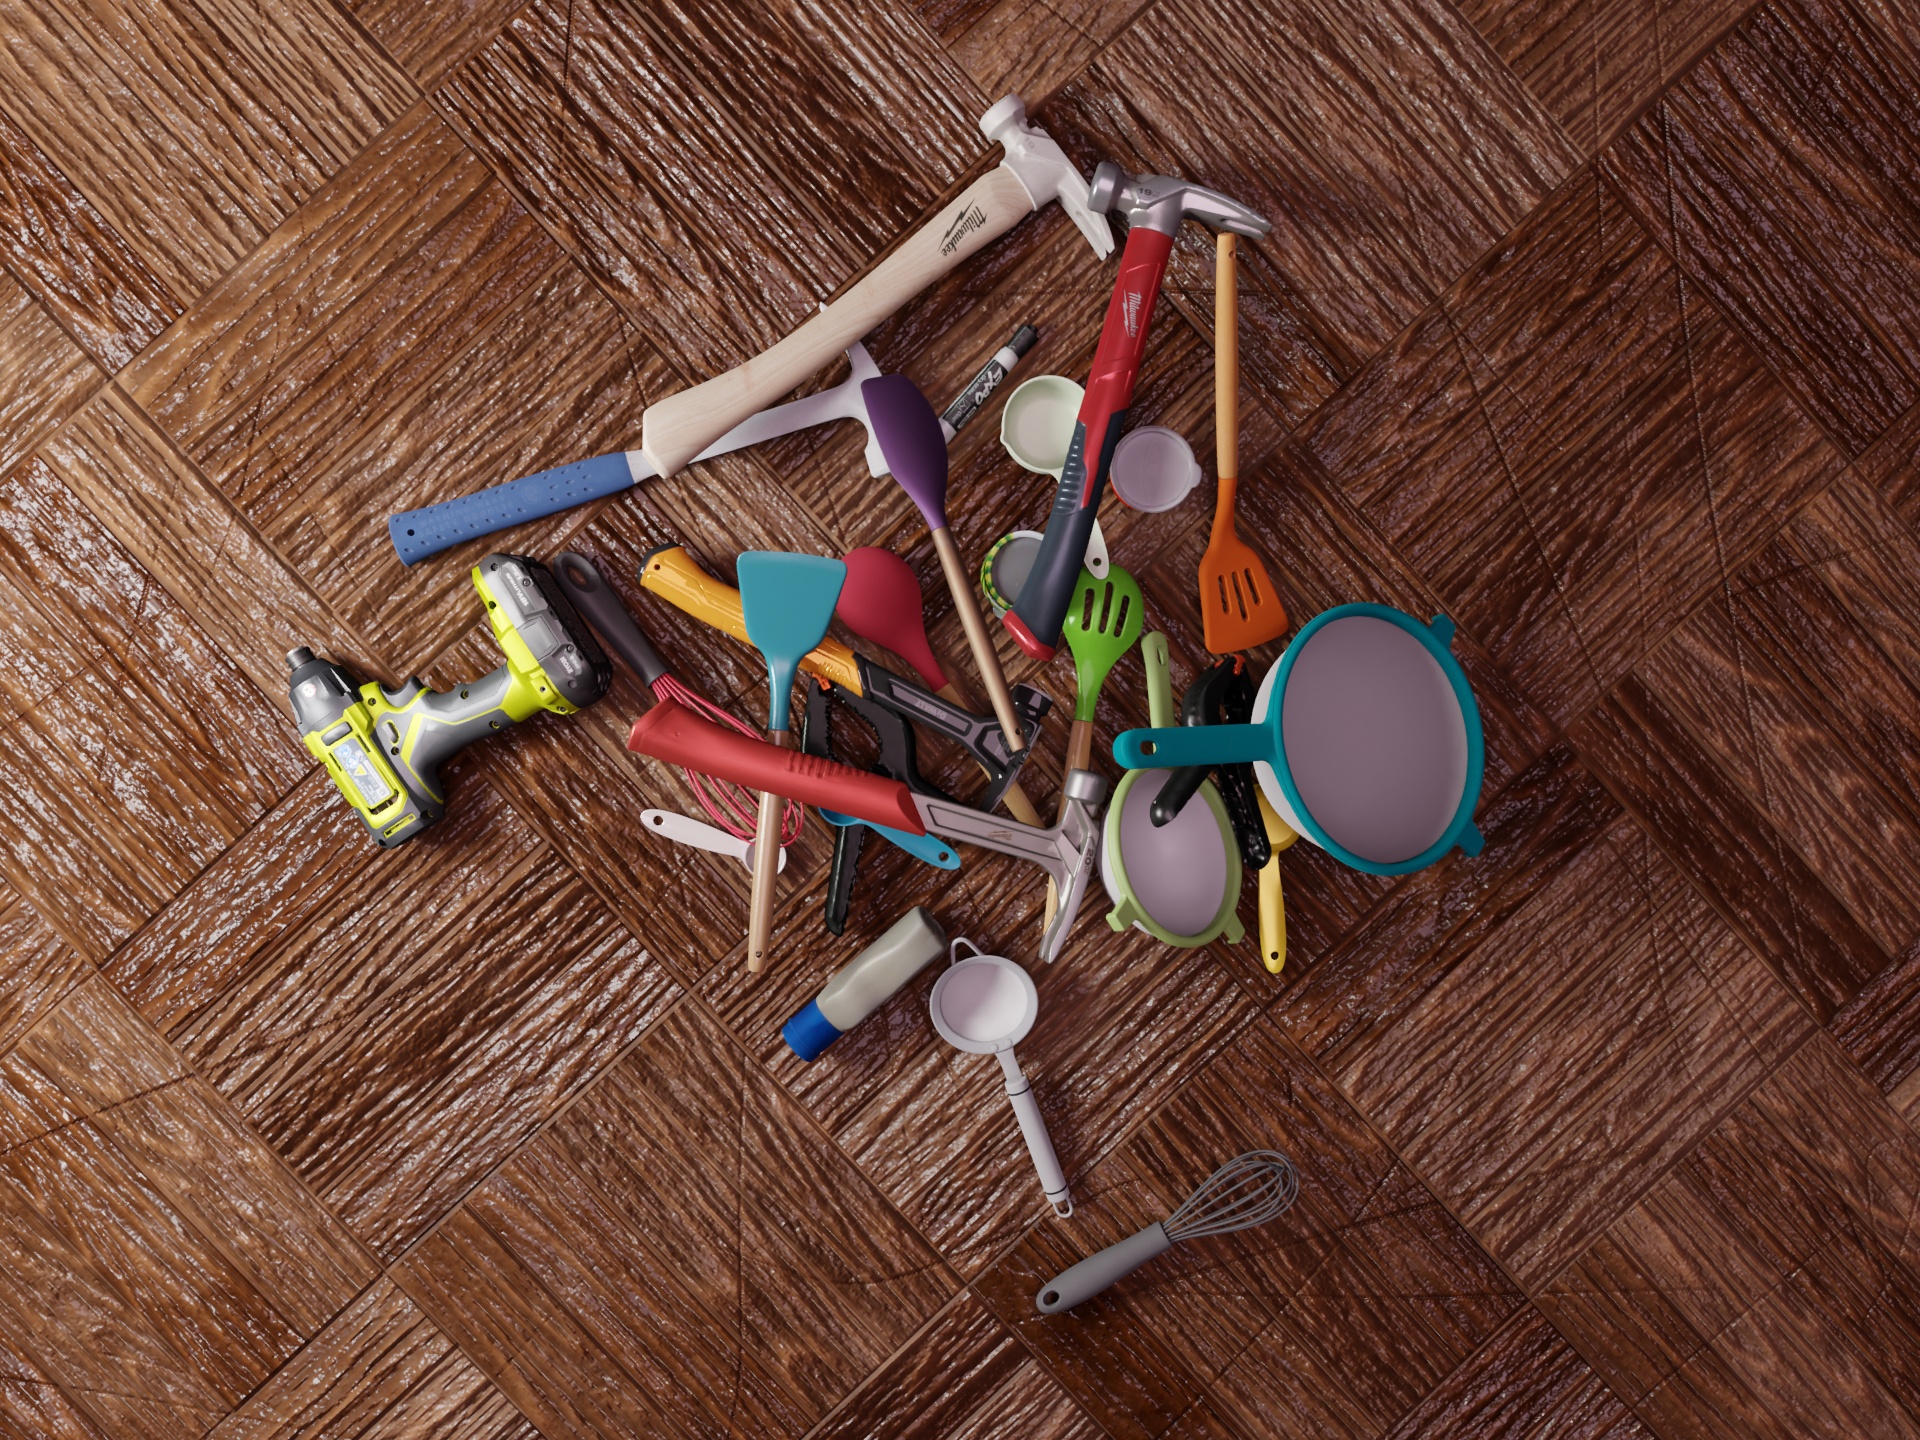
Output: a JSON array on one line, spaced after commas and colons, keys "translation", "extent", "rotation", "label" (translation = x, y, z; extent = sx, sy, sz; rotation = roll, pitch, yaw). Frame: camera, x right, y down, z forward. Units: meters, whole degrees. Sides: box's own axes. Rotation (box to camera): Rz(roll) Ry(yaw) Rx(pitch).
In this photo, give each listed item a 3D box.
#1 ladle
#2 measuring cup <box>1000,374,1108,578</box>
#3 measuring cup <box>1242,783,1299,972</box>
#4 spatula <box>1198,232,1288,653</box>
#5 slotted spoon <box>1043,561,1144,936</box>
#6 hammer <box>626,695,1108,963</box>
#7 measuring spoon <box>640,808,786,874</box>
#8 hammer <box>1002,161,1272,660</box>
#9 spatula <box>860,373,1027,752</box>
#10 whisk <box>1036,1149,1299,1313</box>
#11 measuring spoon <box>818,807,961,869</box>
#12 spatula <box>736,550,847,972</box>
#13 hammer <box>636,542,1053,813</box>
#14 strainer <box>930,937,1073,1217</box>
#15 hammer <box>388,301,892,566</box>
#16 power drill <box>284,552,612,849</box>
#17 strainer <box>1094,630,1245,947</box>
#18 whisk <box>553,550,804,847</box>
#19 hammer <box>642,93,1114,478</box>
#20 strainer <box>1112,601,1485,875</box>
[{"translation": [-0.002, -0.004, 1.283], "extent": [0.069, 0.031, 0.315], "rotation": [-34, 94, 1], "label": "ladle"}, {"translation": [0.085, -0.192, 1.276], "extent": [0.083, 0.038, 0.167], "rotation": [-19, 94, -2], "label": "measuring cup"}, {"translation": [0.254, 0.129, 1.293], "extent": [0.062, 0.029, 0.156], "rotation": [-3, 89, -2], "label": "measuring cup"}, {"translation": [0.214, -0.211, 1.237], "extent": [0.081, 0.041, 0.322], "rotation": [-16, 117, -22], "label": "spatula"}, {"translation": [0.097, 0.026, 1.277], "extent": [0.070, 0.031, 0.314], "rotation": [9, 89, -7], "label": "slotted spoon"}, {"translation": [-0.072, 0.066, 1.184], "extent": [0.359, 0.037, 0.149], "rotation": [17, 88, -12], "label": "hammer"}, {"translation": [-0.198, 0.095, 1.284], "extent": [0.124, 0.018, 0.034], "rotation": [18, 92, 4], "label": "measuring spoon"}, {"translation": [0.123, -0.229, 1.221], "extent": [0.143, 0.038, 0.386], "rotation": [16, 85, -2], "label": "hammer"}, {"translation": [-0.005, -0.125, 1.236], "extent": [0.059, 0.018, 0.316], "rotation": [-15, 82, -29], "label": "spatula"}, {"translation": [0.167, 0.421, 1.292], "extent": [0.239, 0.055, 0.055], "rotation": [-30, 93, 3], "label": "whisk"}, {"translation": [-0.055, 0.082, 1.252], "extent": [0.128, 0.021, 0.042], "rotation": [31, 97, -12], "label": "measuring spoon"}, {"translation": [-0.140, 0.033, 1.199], "extent": [0.082, 0.044, 0.317], "rotation": [5, 91, -12], "label": "spatula"}, {"translation": [-0.102, -0.039, 1.242], "extent": [0.337, 0.034, 0.127], "rotation": [28, 84, 0], "label": "hammer"}, {"translation": [0.042, 0.287, 1.285], "extent": [0.087, 0.050, 0.258], "rotation": [-20, 98, 4], "label": "strainer"}, {"translation": [-0.252, -0.209, 1.260], "extent": [0.405, 0.035, 0.144], "rotation": [-18, 93, -2], "label": "hammer"}, {"translation": [-0.403, -0.028, 1.240], "extent": [0.223, 0.080, 0.171], "rotation": [-33, 93, 2], "label": "power drill"}, {"translation": [0.147, 0.057, 1.270], "extent": [0.151, 0.069, 0.256], "rotation": [12, 68, -40], "label": "strainer"}, {"translation": [-0.226, -0.018, 1.257], "extent": [0.073, 0.073, 0.296], "rotation": [-39, 87, -1], "label": "whisk"}, {"translation": [-0.069, -0.313, 1.233], "extent": [0.410, 0.038, 0.146], "rotation": [-39, 95, -10], "label": "hammer"}, {"translation": [0.246, 0.021, 1.221], "extent": [0.340, 0.095, 0.211], "rotation": [-2, 82, -27], "label": "strainer"}]
